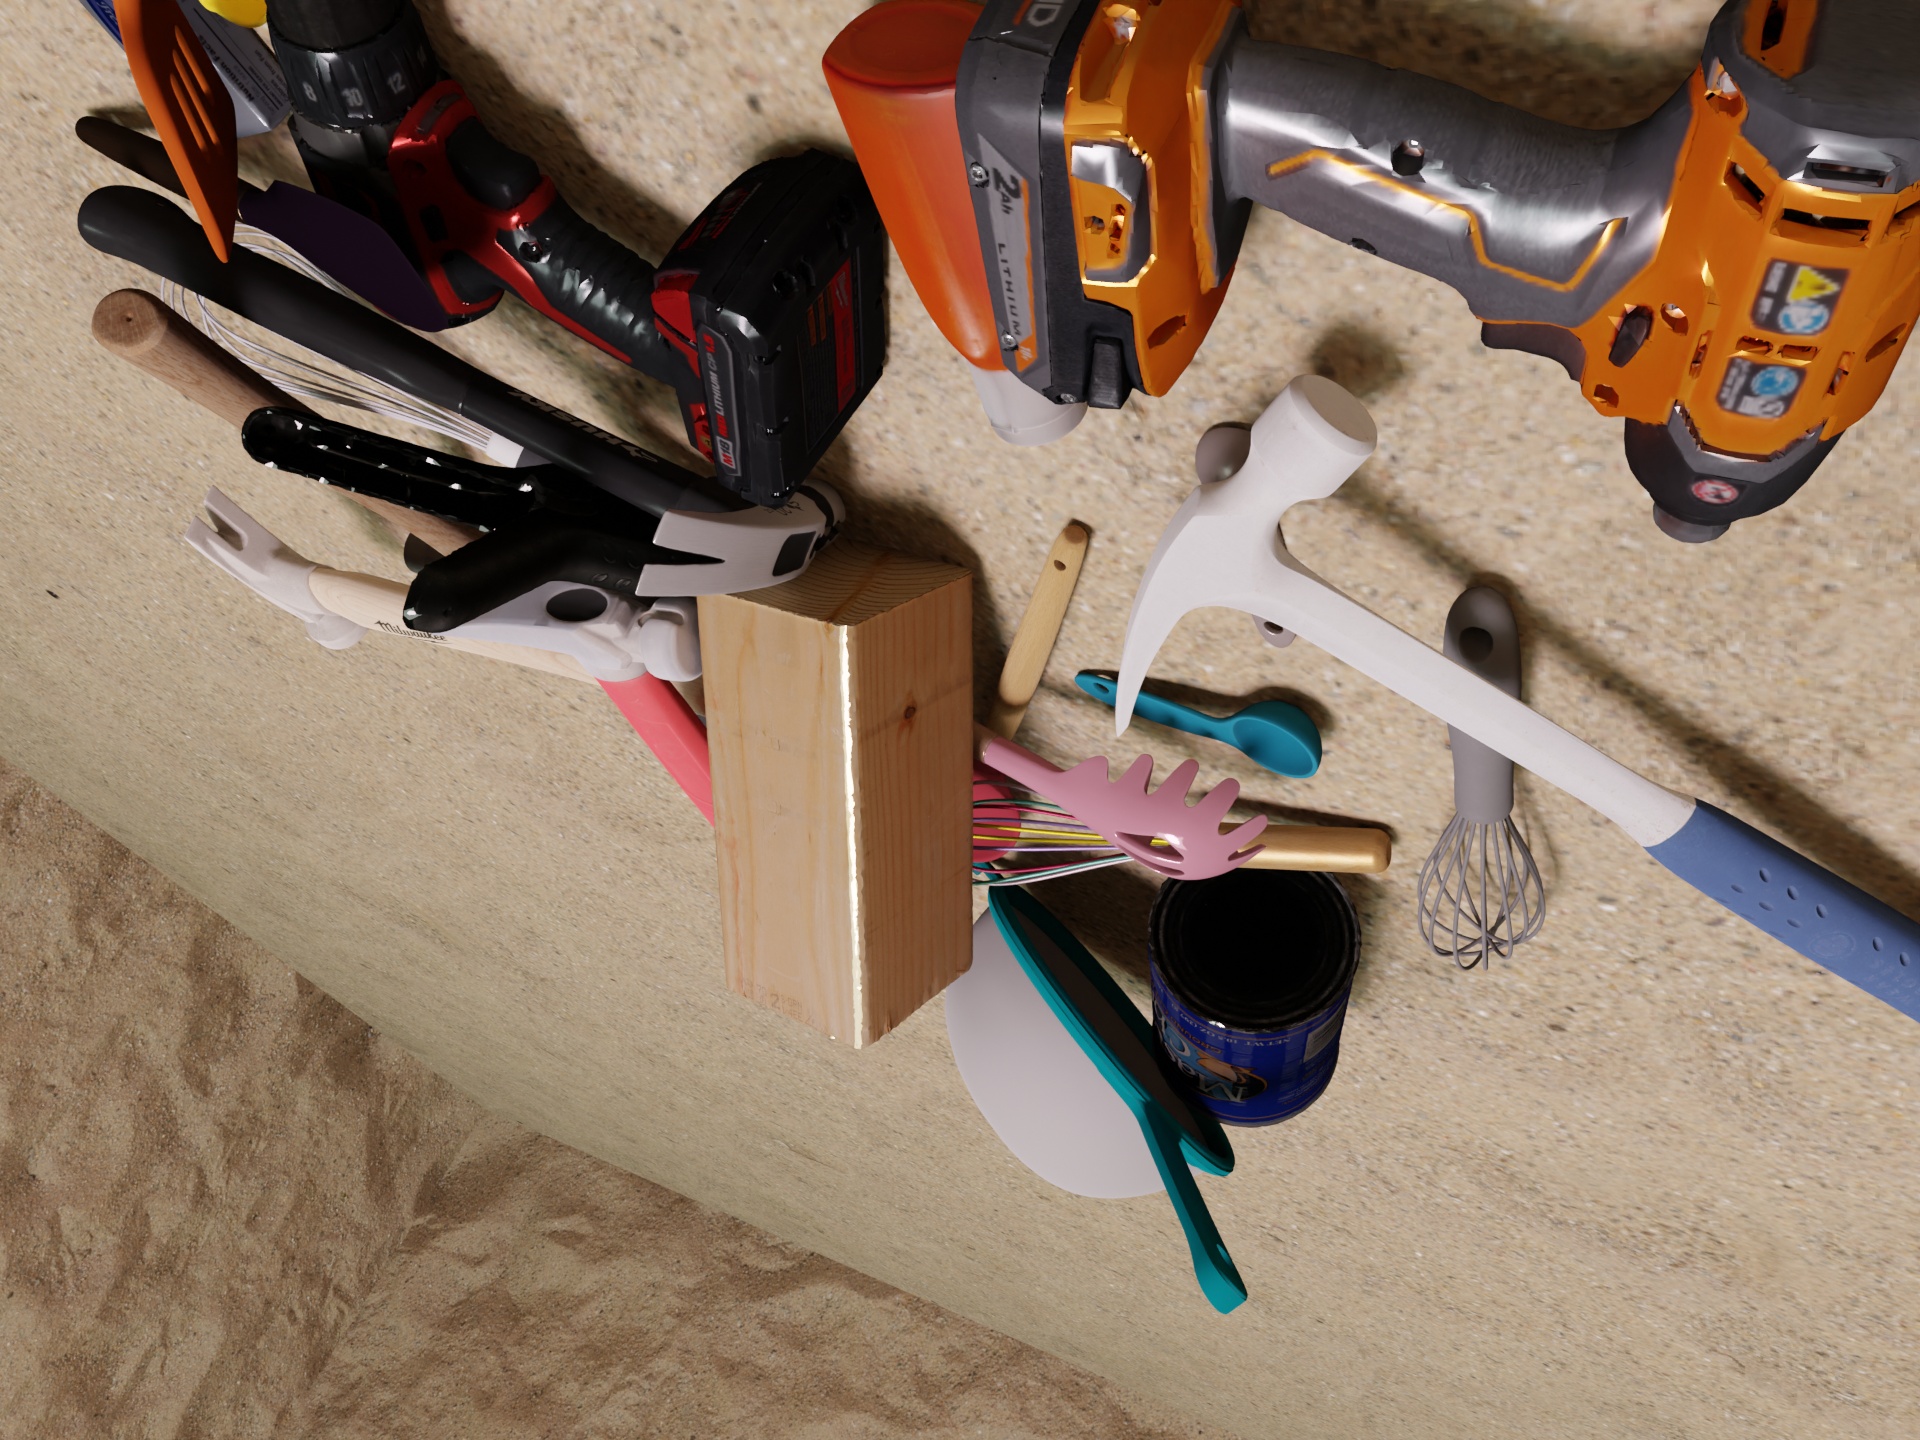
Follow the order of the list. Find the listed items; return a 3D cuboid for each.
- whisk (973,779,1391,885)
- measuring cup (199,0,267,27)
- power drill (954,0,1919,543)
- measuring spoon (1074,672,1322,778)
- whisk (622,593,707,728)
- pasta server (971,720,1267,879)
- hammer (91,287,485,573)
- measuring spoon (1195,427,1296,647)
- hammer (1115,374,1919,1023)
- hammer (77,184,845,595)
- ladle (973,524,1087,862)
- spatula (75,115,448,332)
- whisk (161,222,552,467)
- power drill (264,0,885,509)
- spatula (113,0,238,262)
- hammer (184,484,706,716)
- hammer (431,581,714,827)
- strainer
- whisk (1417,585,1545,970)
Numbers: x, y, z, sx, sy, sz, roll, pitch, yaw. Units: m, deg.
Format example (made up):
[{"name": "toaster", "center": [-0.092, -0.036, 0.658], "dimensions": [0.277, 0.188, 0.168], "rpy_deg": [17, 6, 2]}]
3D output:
[{"name": "whisk", "center": [0.085, 0.060, 0.780], "dimensions": [0.245, 0.051, 0.047], "rpy_deg": [1, 140, 26]}, {"name": "measuring cup", "center": [-0.289, -0.310, 0.550], "dimensions": [0.156, 0.029, 0.062], "rpy_deg": [45, 151, -7]}, {"name": "power drill", "center": [0.123, -0.119, 0.415], "dimensions": [0.226, 0.084, 0.164], "rpy_deg": [15, 152, 19]}, {"name": "measuring spoon", "center": [0.106, -0.007, 0.710], "dimensions": [0.129, 0.021, 0.042], "rpy_deg": [20, 155, 37]}, {"name": "whisk", "center": [-0.123, 0.025, 0.950], "dimensions": [0.073, 0.073, 0.295], "rpy_deg": [5, 138, 40]}, {"name": "pasta server", "center": [-0.001, -0.002, 0.762], "dimensions": [0.316, 0.040, 0.060], "rpy_deg": [28, 150, 28]}, {"name": "hammer", "center": [-0.288, -0.117, 0.772], "dimensions": [0.130, 0.031, 0.331], "rpy_deg": [17, 171, 15]}, {"name": "measuring spoon", "center": [0.110, -0.061, 0.598], "dimensions": [0.034, 0.018, 0.124], "rpy_deg": [14, 151, 28]}, {"name": "hammer", "center": [0.240, 0.034, 0.571], "dimensions": [0.405, 0.035, 0.144], "rpy_deg": [29, 132, -12]}, {"name": "hammer", "center": [-0.216, -0.140, 0.659], "dimensions": [0.335, 0.146, 0.035], "rpy_deg": [27, 110, 5]}, {"name": "ladle", "center": [0.022, -0.005, 0.780], "dimensions": [0.069, 0.031, 0.315], "rpy_deg": [29, 152, 5]}, {"name": "spatula", "center": [-0.292, -0.209, 0.640], "dimensions": [0.316, 0.018, 0.059], "rpy_deg": [30, 159, 37]}, {"name": "whisk", "center": [-0.243, -0.149, 0.758], "dimensions": [0.284, 0.070, 0.070], "rpy_deg": [28, 155, -10]}, {"name": "power drill", "center": [-0.143, -0.188, 0.562], "dimensions": [0.227, 0.080, 0.187], "rpy_deg": [27, 154, 12]}, {"name": "spatula", "center": [-0.220, -0.278, 0.455], "dimensions": [0.041, 0.081, 0.322], "rpy_deg": [4, 146, -26]}, {"name": "hammer", "center": [-0.208, -0.038, 0.843], "dimensions": [0.411, 0.038, 0.146], "rpy_deg": [15, 163, 15]}, {"name": "hammer", "center": [-0.130, 0.054, 0.863], "dimensions": [0.143, 0.038, 0.385], "rpy_deg": [7, 149, 25]}, {"name": "strainer", "center": [0.066, 0.221, 0.861], "dimensions": [0.210, 0.095, 0.341], "rpy_deg": [48, -173, -20]}, {"name": "whisk", "center": [0.208, 0.030, 0.642], "dimensions": [0.055, 0.055, 0.238], "rpy_deg": [14, 146, 28]}]
